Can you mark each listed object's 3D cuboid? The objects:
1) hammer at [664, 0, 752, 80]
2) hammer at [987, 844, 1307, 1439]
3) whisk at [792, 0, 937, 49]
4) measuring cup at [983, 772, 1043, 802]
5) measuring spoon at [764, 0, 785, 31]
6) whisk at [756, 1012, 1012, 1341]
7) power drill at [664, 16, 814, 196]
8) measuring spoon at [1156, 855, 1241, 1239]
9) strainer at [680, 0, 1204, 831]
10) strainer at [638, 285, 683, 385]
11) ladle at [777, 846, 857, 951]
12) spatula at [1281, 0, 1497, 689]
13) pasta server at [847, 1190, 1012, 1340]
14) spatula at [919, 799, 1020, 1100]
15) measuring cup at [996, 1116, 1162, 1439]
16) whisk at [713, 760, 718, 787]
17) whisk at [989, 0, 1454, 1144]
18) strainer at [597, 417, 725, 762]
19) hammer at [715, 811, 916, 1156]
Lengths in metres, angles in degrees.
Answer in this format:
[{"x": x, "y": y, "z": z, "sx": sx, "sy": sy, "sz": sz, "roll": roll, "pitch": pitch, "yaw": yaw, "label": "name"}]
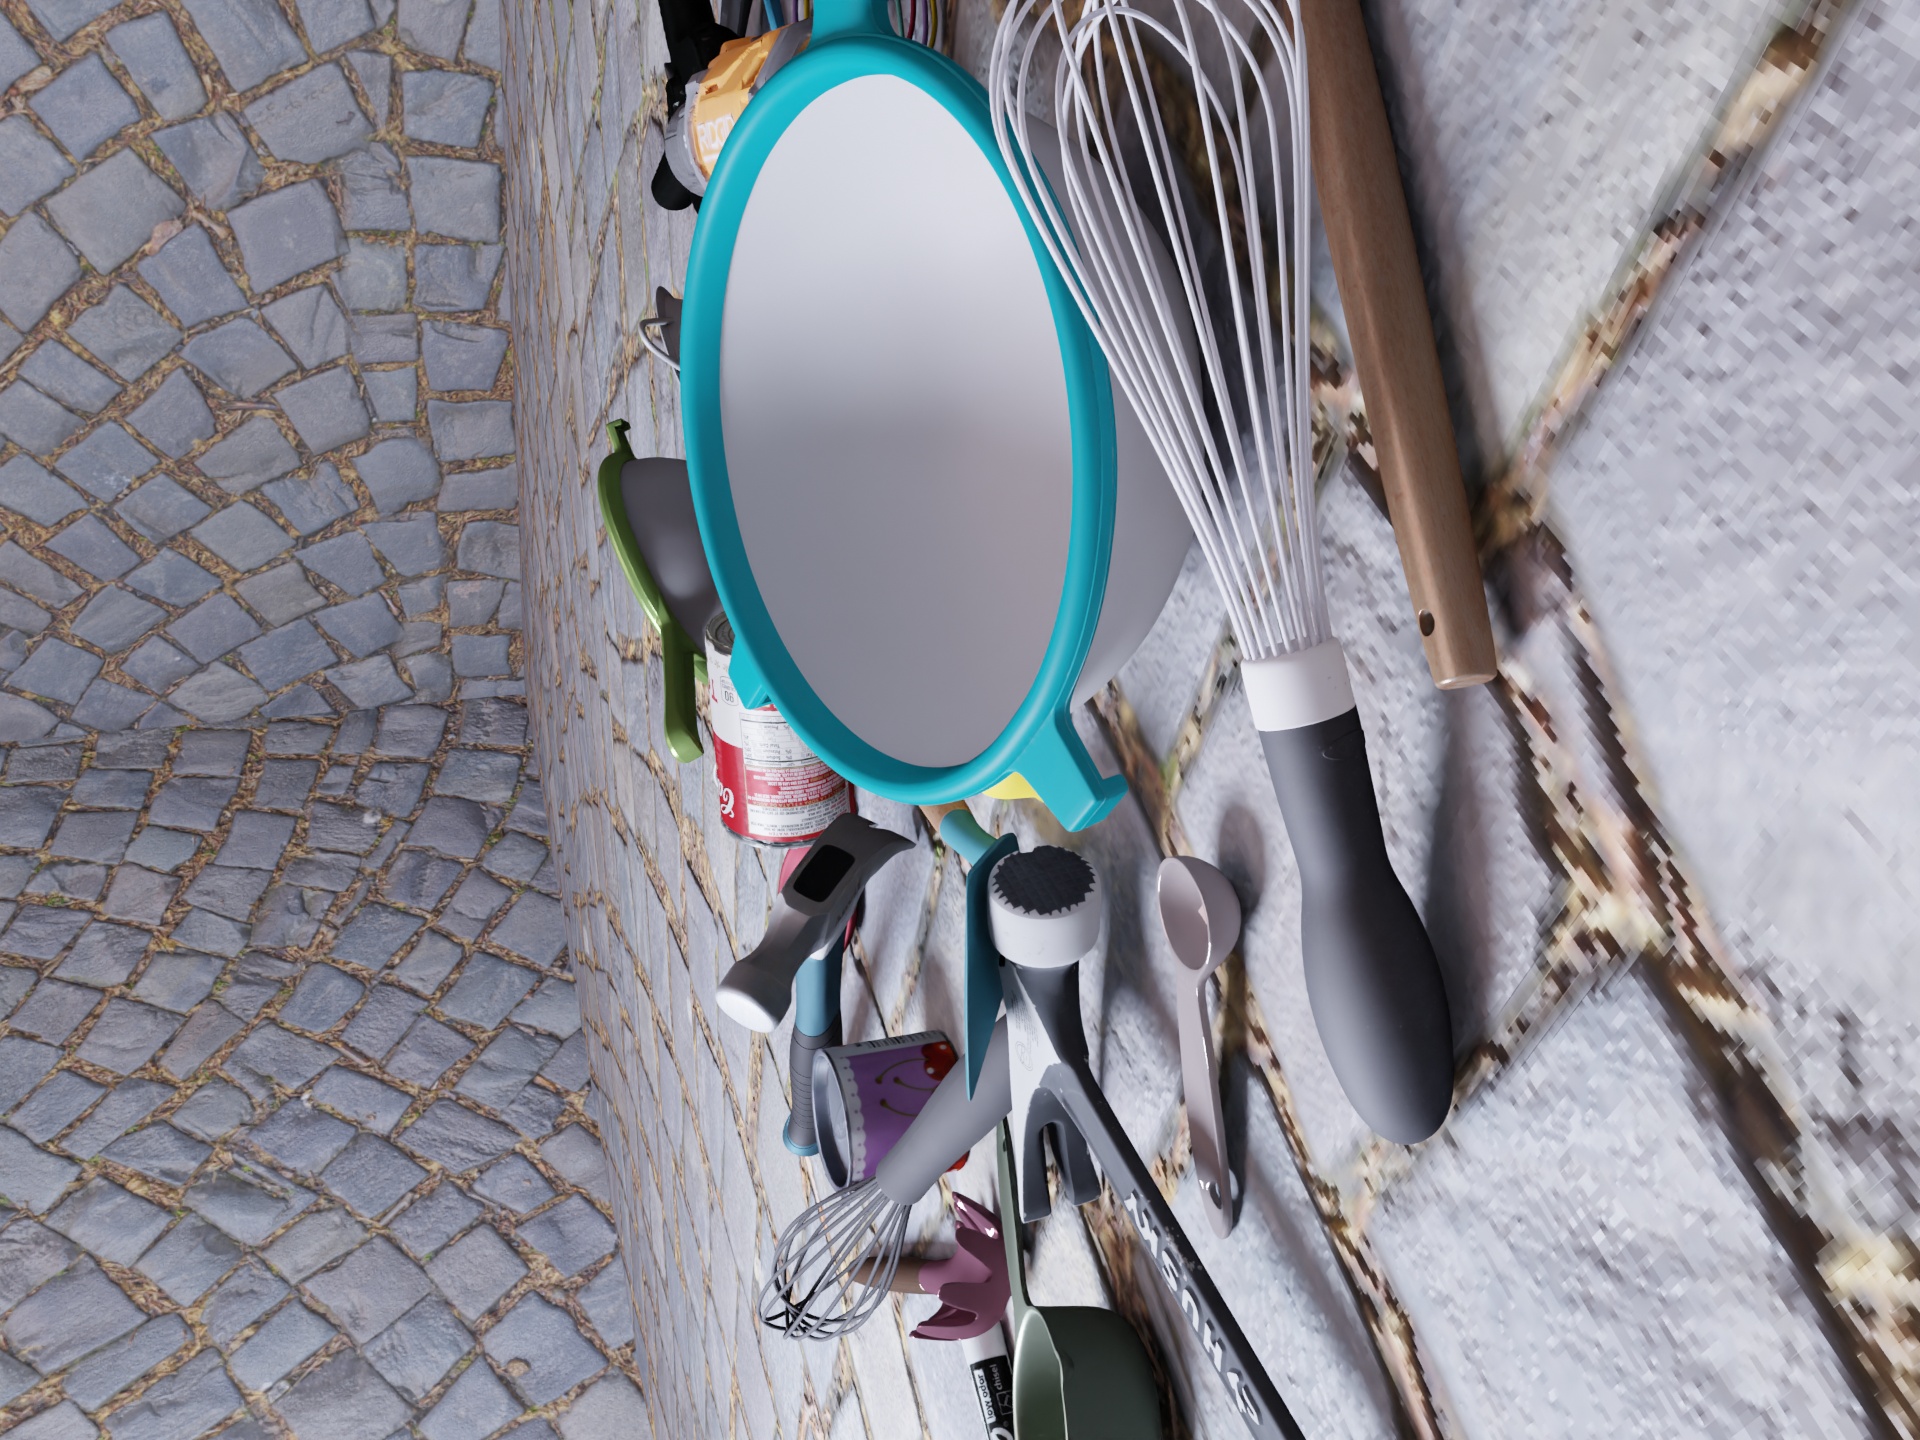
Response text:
[{"x": -0.111, "y": -0.410, "z": 0.819, "sx": 0.336, "sy": 0.034, "sz": 0.127, "roll": 122, "pitch": 137, "yaw": -61, "label": "hammer"}, {"x": 0.093, "y": 0.210, "z": 0.397, "sx": 0.409, "sy": 0.036, "sz": 0.149, "roll": -122, "pitch": 24, "yaw": -49, "label": "hammer"}, {"x": -0.036, "y": -0.358, "z": 0.618, "sx": 0.047, "sy": 0.051, "sz": 0.245, "roll": -3, "pitch": 88, "yaw": 41, "label": "whisk"}, {"x": -0.001, "y": -0.002, "z": 0.627, "sx": 0.156, "sy": 0.029, "sz": 0.062, "roll": -171, "pitch": 76, "yaw": -69, "label": "measuring cup"}, {"x": -0.071, "y": -0.305, "z": 0.700, "sx": 0.128, "sy": 0.021, "sz": 0.042, "roll": 75, "pitch": -168, "yaw": -62, "label": "measuring spoon"}, {"x": -0.021, "y": 0.188, "z": 0.649, "sx": 0.239, "sy": 0.055, "sz": 0.055, "roll": -55, "pitch": 40, "yaw": 34, "label": "whisk"}, {"x": -0.060, "y": -0.146, "z": 0.620, "sx": 0.185, "sy": 0.084, "sz": 0.226, "roll": 31, "pitch": 134, "yaw": 61, "label": "power drill"}, {"x": 0.076, "y": 0.097, "z": 0.467, "sx": 0.034, "sy": 0.018, "sz": 0.124, "roll": -144, "pitch": 43, "yaw": -67, "label": "measuring spoon"}, {"x": 0.002, "y": -0.149, "z": 0.455, "sx": 0.211, "sy": 0.095, "sz": 0.340, "roll": 17, "pitch": 114, "yaw": 52, "label": "strainer"}, {"x": -0.126, "y": -0.169, "z": 0.863, "sx": 0.258, "sy": 0.050, "sz": 0.087, "roll": 93, "pitch": 160, "yaw": -82, "label": "strainer"}, {"x": -0.072, "y": -0.001, "z": 0.813, "sx": 0.069, "sy": 0.031, "sz": 0.315, "roll": 36, "pitch": 135, "yaw": 42, "label": "ladle"}, {"x": 0.082, "y": -0.161, "z": 0.355, "sx": 0.060, "sy": 0.018, "sz": 0.316, "roll": 145, "pitch": 118, "yaw": -68, "label": "spatula"}, {"x": -0.027, "y": 0.269, "z": 0.776, "sx": 0.316, "sy": 0.040, "sz": 0.060, "roll": 130, "pitch": 160, "yaw": -67, "label": "pasta server"}, {"x": -0.019, "y": 0.032, "z": 0.648, "sx": 0.318, "sy": 0.044, "sz": 0.082, "roll": -127, "pitch": 33, "yaw": -64, "label": "spatula"}, {"x": 0.039, "y": 0.213, "z": 0.582, "sx": 0.168, "sy": 0.038, "sz": 0.083, "roll": -99, "pitch": 15, "yaw": -50, "label": "measuring cup"}, {"x": -0.095, "y": -0.015, "z": 0.879, "sx": 0.246, "sy": 0.058, "sz": 0.059, "roll": 117, "pitch": 177, "yaw": -51, "label": "whisk"}, {"x": 0.065, "y": -0.039, "z": 0.346, "sx": 0.070, "sy": 0.070, "sz": 0.284, "roll": -174, "pitch": 68, "yaw": -71, "label": "whisk"}, {"x": -0.133, "y": -0.068, "z": 0.874, "sx": 0.151, "sy": 0.069, "sz": 0.257, "roll": 59, "pitch": -171, "yaw": -35, "label": "strainer"}, {"x": -0.074, "y": 0.155, "z": 0.810, "sx": 0.128, "sy": 0.033, "sz": 0.330, "roll": -58, "pitch": -12, "yaw": -31, "label": "hammer"}]
